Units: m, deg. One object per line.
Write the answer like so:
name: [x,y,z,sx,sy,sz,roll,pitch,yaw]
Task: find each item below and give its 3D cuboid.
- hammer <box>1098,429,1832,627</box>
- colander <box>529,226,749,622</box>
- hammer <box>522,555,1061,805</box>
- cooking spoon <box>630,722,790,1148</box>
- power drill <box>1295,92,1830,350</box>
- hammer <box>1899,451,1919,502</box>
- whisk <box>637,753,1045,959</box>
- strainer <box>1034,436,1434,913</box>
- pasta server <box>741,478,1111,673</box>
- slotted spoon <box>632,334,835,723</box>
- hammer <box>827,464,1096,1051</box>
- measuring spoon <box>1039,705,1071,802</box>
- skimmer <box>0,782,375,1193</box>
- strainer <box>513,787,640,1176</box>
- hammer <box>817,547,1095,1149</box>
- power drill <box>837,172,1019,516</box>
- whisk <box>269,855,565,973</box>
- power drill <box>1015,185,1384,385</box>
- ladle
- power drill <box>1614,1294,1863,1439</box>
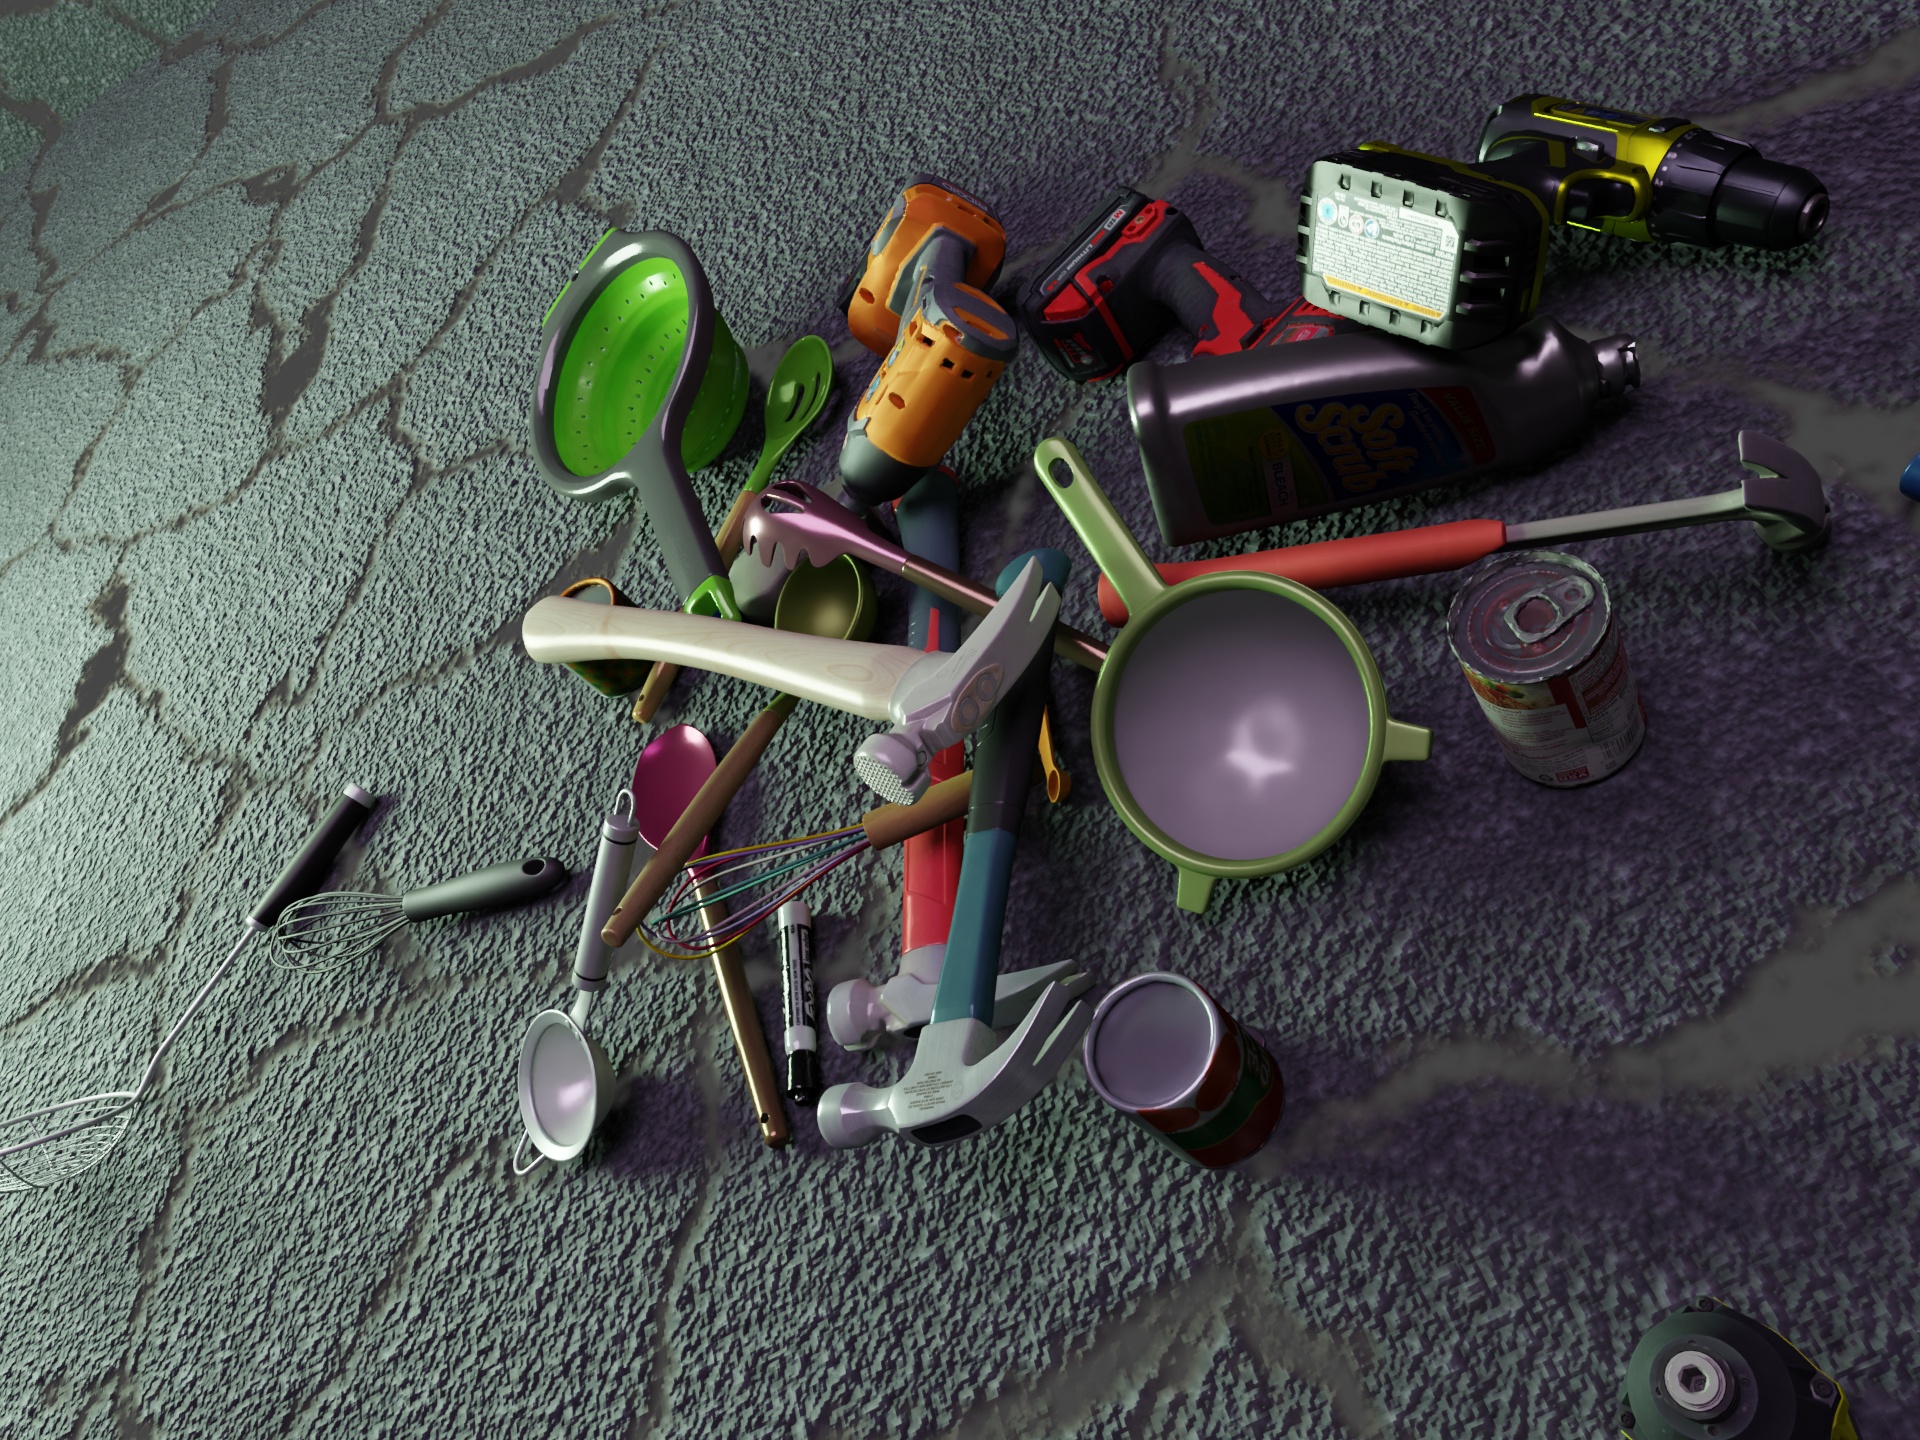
hammer: [0.221,-0.084,0.786,0.359,0.149,0.037,-5,84,37]
colander: [-0.195,-0.189,1.132,0.204,0.094,0.398,-45,50,24]
hammer: [-0.126,-0.048,0.922,0.411,0.038,0.146,11,54,45]
cooking spoon: [-0.147,0.118,0.952,0.069,0.017,0.319,-34,47,10]
power drill: [0.307,-0.264,0.822,0.228,0.080,0.191,-24,40,-28]
hammer: [0.512,0.016,0.582,0.144,0.035,0.406,-34,48,10]
whisk: [-0.067,0.072,0.867,0.245,0.051,0.047,-23,72,10]
strainer: [0.120,-0.040,0.814,0.151,0.069,0.256,-40,70,24]
pasta server: [-0.007,-0.076,0.937,0.316,0.040,0.060,27,63,25]
slotted spoon: [-0.160,-0.137,1.127,0.070,0.031,0.314,5,65,44]
hammer: [-0.001,-0.003,0.926,0.143,0.038,0.387,-16,53,22]
measuring spoon: [0.050,-0.002,0.908,0.011,0.021,0.117,4,50,-15]
skimmer: [-0.565,0.180,1.132,0.363,0.090,0.127,-56,17,-14]
strainer: [-0.207,0.150,0.892,0.087,0.050,0.258,38,121,39]
hammer: [0.016,0.048,0.790,0.128,0.033,0.331,-16,48,33]
power drill: [-0.032,-0.241,1.034,0.164,0.084,0.227,-52,25,33]
whisk: [-0.368,0.127,1.072,0.239,0.055,0.055,-15,53,19]
power drill: [0.141,-0.228,0.963,0.143,0.078,0.220,-47,50,-2]
ladle: [-0.128,0.006,0.918,0.078,0.062,0.320,-20,26,36]
power drill: [0.201,0.291,0.509,0.080,0.171,0.223,33,84,42]
